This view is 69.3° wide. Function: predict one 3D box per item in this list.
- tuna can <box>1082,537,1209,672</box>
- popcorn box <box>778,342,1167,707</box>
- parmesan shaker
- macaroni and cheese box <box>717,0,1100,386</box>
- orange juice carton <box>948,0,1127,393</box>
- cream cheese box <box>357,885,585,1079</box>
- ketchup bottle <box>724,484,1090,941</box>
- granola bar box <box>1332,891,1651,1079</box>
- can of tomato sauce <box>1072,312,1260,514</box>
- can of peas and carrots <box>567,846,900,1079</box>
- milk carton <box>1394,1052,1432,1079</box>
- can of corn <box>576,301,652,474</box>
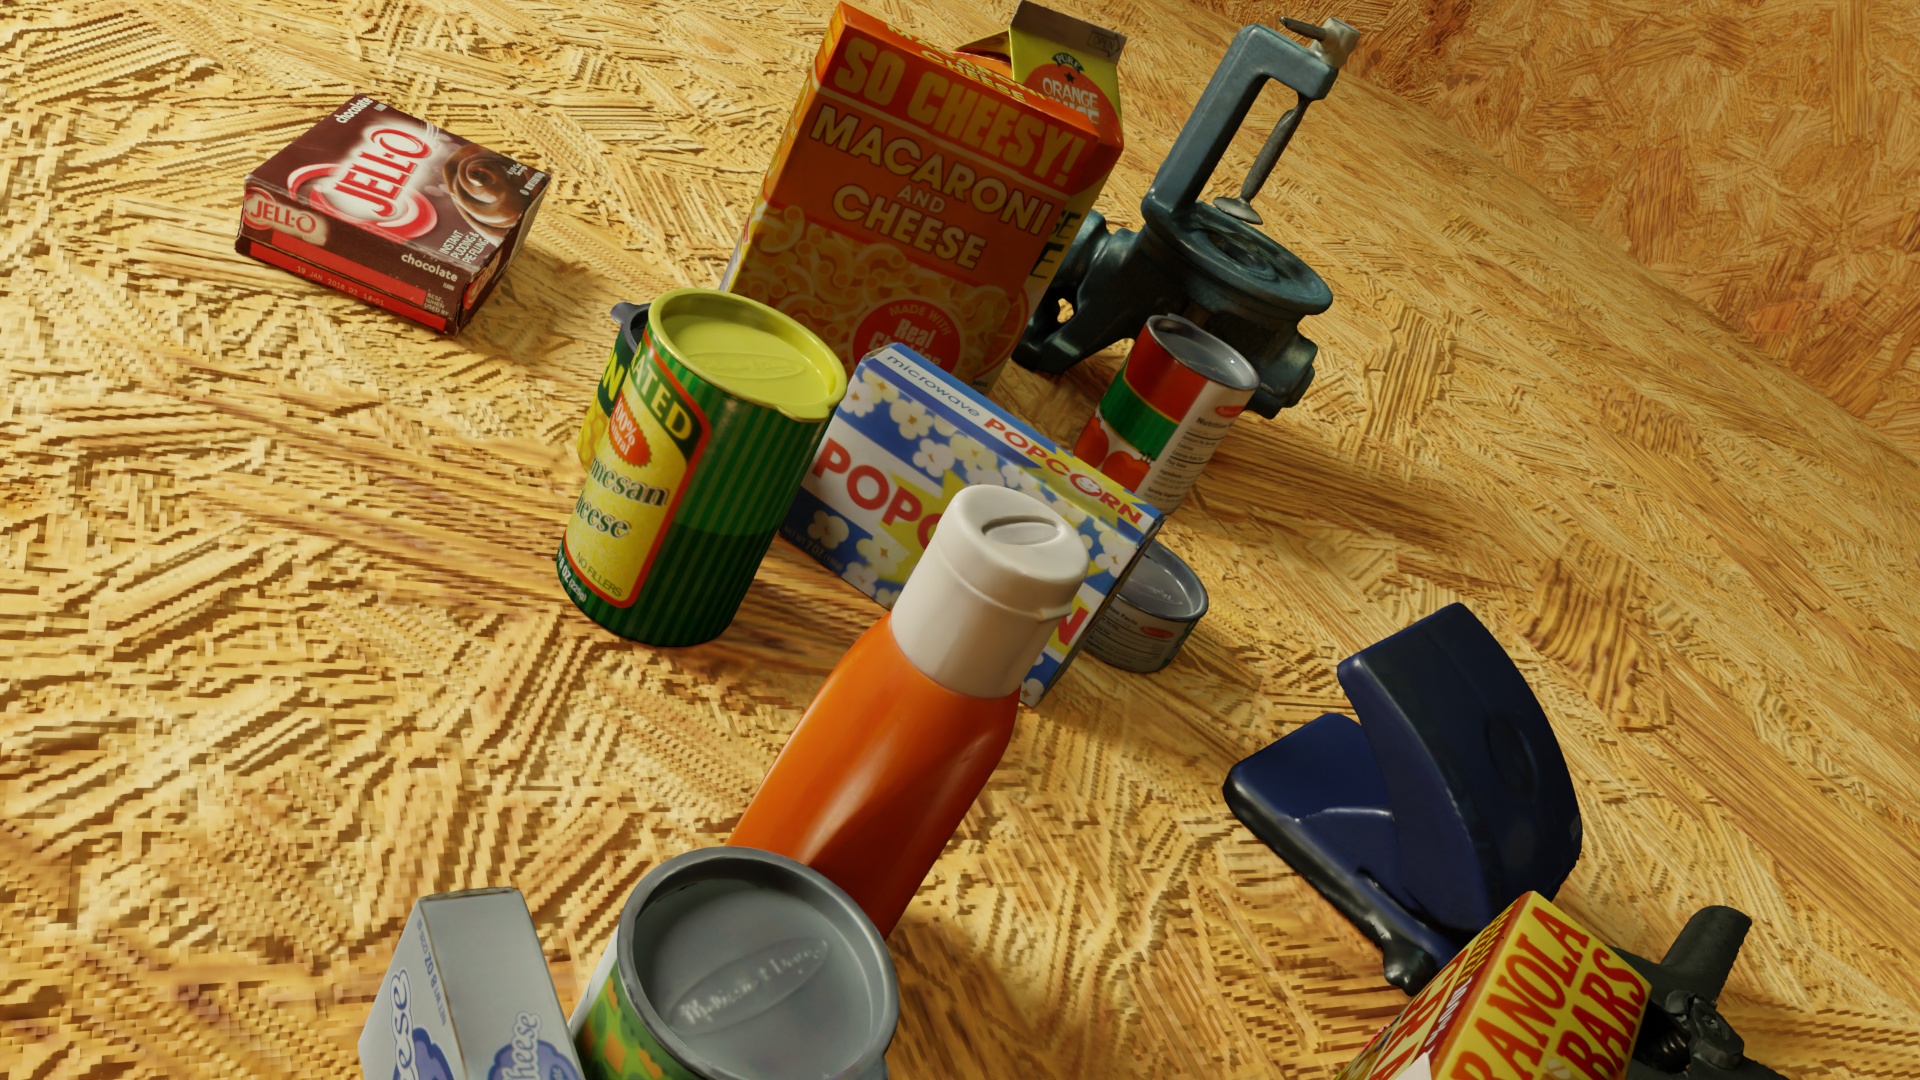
[{"bbox_3d":[0.071,0.023,0.606,0.071,0.032,0.071,22,30,-13],"label":"tuna can"},{"bbox_3d":[0.002,-0.007,0.536,0.127,0.084,0.038,34,29,8],"label":"popcorn box"},{"bbox_3d":[-0.087,-0.021,0.460,0.071,0.102,0.071,22,29,-13],"label":"parmesan shaker"},{"bbox_3d":[-0.031,-0.139,0.631,0.124,0.165,0.040,18,30,-20],"label":"macaroni and cheese box"},{"bbox_3d":[0.013,-0.174,0.700,0.072,0.191,0.073,4,37,-38],"label":"orange juice carton"},{"bbox_3d":[-0.091,0.127,0.273,0.024,0.053,0.104,4,38,-39],"label":"cream cheese box"},{"bbox_3d":[-0.017,0.054,0.357,0.065,0.148,0.043,-8,46,-48],"label":"ketchup bottle"},{"bbox_3d":[0.085,0.160,0.305,0.039,0.123,0.166,40,30,19],"label":"granola bar box"},{"bbox_3d":[0.105,-0.066,0.726,0.071,0.082,0.071,22,29,-13],"label":"can of tomato sauce"},{"bbox_3d":[-0.054,0.116,0.318,0.071,0.058,0.071,22,29,-13],"label":"can of peas and carrots"},{"bbox_3d":[0.009,0.149,0.186,0.073,0.189,0.073,29,28,-1],"label":"milk carton"},{"bbox_3d":[-0.109,-0.050,0.532,0.071,0.058,0.071,22,29,-13],"label":"can of corn"}]
